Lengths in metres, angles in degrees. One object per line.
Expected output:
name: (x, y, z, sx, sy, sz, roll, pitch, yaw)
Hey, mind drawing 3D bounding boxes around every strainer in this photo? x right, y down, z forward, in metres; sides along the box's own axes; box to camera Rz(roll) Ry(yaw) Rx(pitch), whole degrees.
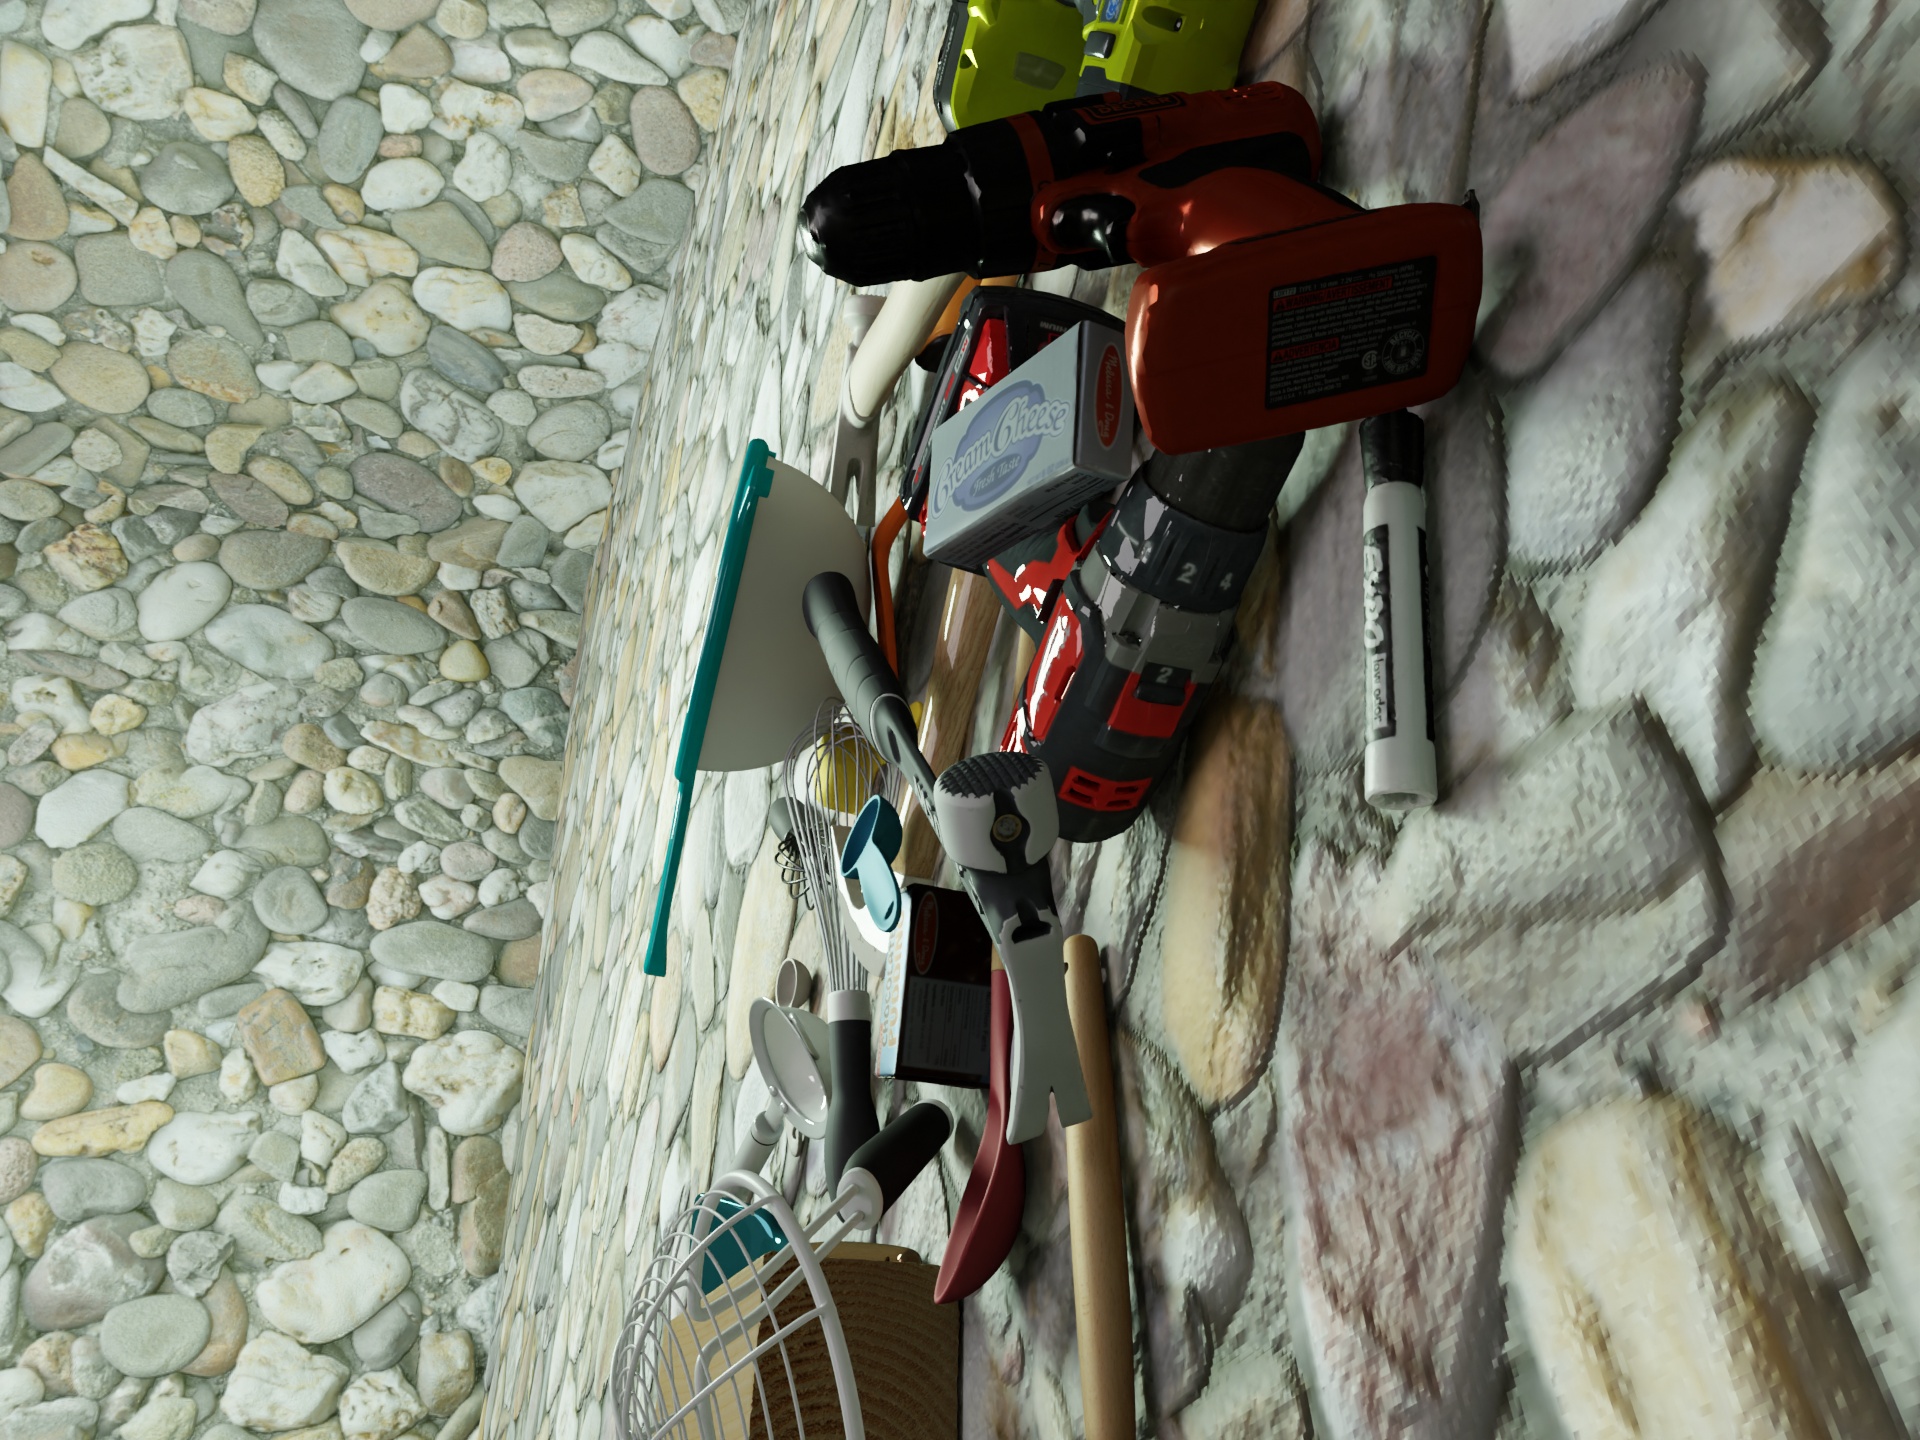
strainer: (-0.112, 0.236, 0.946, 0.087, 0.050, 0.258, 53, 139, 25)
strainer: (-0.120, 0.004, 0.973, 0.211, 0.095, 0.340, -117, 39, -76)

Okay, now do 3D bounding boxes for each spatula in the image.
spatula: (-0.090, 0.293, 0.858, 0.317, 0.044, 0.082, 141, 132, -62)
spatula: (-0.003, -0.163, 0.903, 0.081, 0.041, 0.322, -108, 38, -60)

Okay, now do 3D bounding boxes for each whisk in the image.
whisk: (-0.061, 0.121, 0.847, 0.070, 0.070, 0.285, 135, 136, -60)
whisk: (-0.099, 0.076, 1.018, 0.239, 0.055, 0.055, -150, 72, -76)

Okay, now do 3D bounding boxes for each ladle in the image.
ladle: (0.021, 0.082, 0.674, 0.069, 0.031, 0.316, 116, 162, -68)

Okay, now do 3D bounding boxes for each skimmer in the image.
skimmer: (-0.024, 0.183, 0.545, 0.363, 0.090, 0.127, -1, -93, -77)

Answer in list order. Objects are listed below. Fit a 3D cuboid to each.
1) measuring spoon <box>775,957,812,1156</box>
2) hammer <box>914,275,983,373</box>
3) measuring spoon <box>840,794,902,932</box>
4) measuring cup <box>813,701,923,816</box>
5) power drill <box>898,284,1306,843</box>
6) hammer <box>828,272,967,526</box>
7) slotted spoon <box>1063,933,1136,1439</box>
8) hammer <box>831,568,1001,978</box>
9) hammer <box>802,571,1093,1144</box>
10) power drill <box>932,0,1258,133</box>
measuring spoon: (-0.100, 0.209, 0.993, 0.034, 0.018, 0.124, -40, 48, 52)
hammer: (0.024, -0.368, 0.920, 0.127, 0.034, 0.337, -145, 67, -70)
measuring spoon: (-0.031, 0.069, 0.711, 0.042, 0.021, 0.129, -63, 16, 9)
measuring cup: (-0.057, 0.014, 0.940, 0.156, 0.029, 0.062, 139, 139, -65)
power drill: (0.051, -0.089, 0.611, 0.227, 0.080, 0.187, -107, 33, -51)
hammer: (-0.034, -0.195, 0.842, 0.411, 0.038, 0.146, -171, 87, -81)
slotted spoon: (0.049, 0.209, 0.517, 0.070, 0.031, 0.314, 122, 154, -47)
hammer: (0.000, -0.037, 0.781, 0.130, 0.031, 0.331, 14, 91, 61)
hammer: (-0.022, 0.015, 0.675, 0.409, 0.036, 0.149, -124, 20, -65)
power drill: (0.060, -0.307, 0.712, 0.223, 0.080, 0.171, -124, 48, -61)
